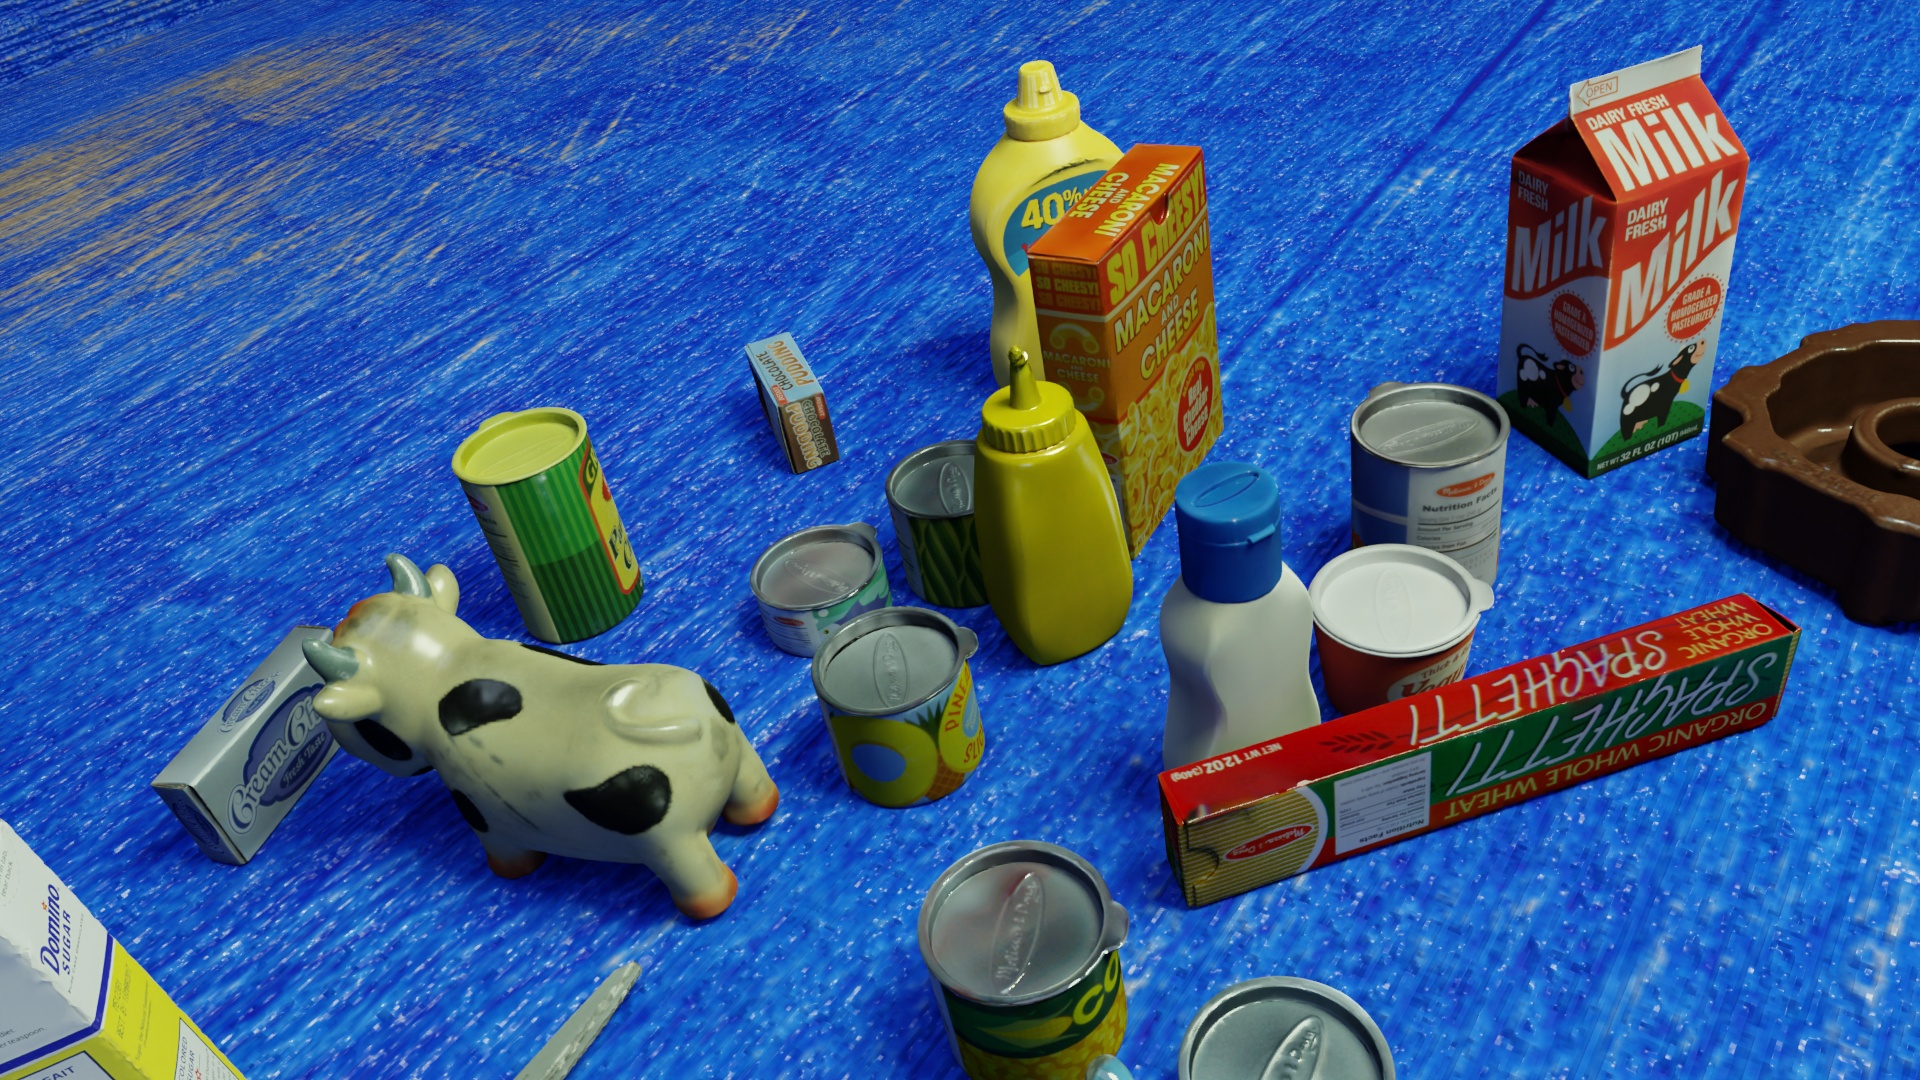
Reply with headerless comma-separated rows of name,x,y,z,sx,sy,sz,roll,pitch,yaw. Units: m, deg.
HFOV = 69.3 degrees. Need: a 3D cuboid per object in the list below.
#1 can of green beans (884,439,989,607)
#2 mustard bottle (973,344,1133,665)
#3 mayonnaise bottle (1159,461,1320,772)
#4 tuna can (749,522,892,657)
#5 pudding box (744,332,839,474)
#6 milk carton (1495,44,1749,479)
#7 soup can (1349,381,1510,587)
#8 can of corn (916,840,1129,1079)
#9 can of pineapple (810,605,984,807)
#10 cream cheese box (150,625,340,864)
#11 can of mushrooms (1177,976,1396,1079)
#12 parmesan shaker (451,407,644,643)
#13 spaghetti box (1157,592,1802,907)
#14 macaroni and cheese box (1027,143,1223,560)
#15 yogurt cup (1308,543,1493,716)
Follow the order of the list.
can of green beans,0.000,-0.008,0.691,0.071,0.057,0.071,-7,37,6
mustard bottle,0.037,-0.019,0.610,0.065,0.159,0.049,-24,38,-16
mayonnaise bottle,0.104,0.039,0.525,0.065,0.147,0.041,-26,39,-19
tuna can,-0.066,0.023,0.688,0.071,0.032,0.071,-7,37,6
pudding box,-0.100,-0.083,0.822,0.030,0.049,0.084,-20,37,-11
milk carton,0.312,-0.133,0.662,0.072,0.189,0.074,-20,37,-11
soup can,0.210,-0.021,0.629,0.071,0.083,0.072,-7,37,6
can of corn,0.025,0.148,0.477,0.071,0.058,0.071,-7,37,6
can of pineapple,-0.024,0.071,0.592,0.071,0.057,0.071,-7,37,6
cream cheese box,-0.320,0.093,0.645,0.024,0.053,0.104,2,39,18
can of mushrooms,0.105,0.176,0.439,0.071,0.033,0.071,-7,37,6
parmesan shaker,-0.208,-0.008,0.708,0.071,0.102,0.072,-7,37,6
spaghetti box,0.197,0.079,0.530,0.250,0.050,0.029,-16,37,-6
macaroni and cheese box,0.088,-0.094,0.690,0.040,0.165,0.124,12,43,29
yogurt cup,0.180,0.042,0.579,0.072,0.053,0.073,-7,37,6
